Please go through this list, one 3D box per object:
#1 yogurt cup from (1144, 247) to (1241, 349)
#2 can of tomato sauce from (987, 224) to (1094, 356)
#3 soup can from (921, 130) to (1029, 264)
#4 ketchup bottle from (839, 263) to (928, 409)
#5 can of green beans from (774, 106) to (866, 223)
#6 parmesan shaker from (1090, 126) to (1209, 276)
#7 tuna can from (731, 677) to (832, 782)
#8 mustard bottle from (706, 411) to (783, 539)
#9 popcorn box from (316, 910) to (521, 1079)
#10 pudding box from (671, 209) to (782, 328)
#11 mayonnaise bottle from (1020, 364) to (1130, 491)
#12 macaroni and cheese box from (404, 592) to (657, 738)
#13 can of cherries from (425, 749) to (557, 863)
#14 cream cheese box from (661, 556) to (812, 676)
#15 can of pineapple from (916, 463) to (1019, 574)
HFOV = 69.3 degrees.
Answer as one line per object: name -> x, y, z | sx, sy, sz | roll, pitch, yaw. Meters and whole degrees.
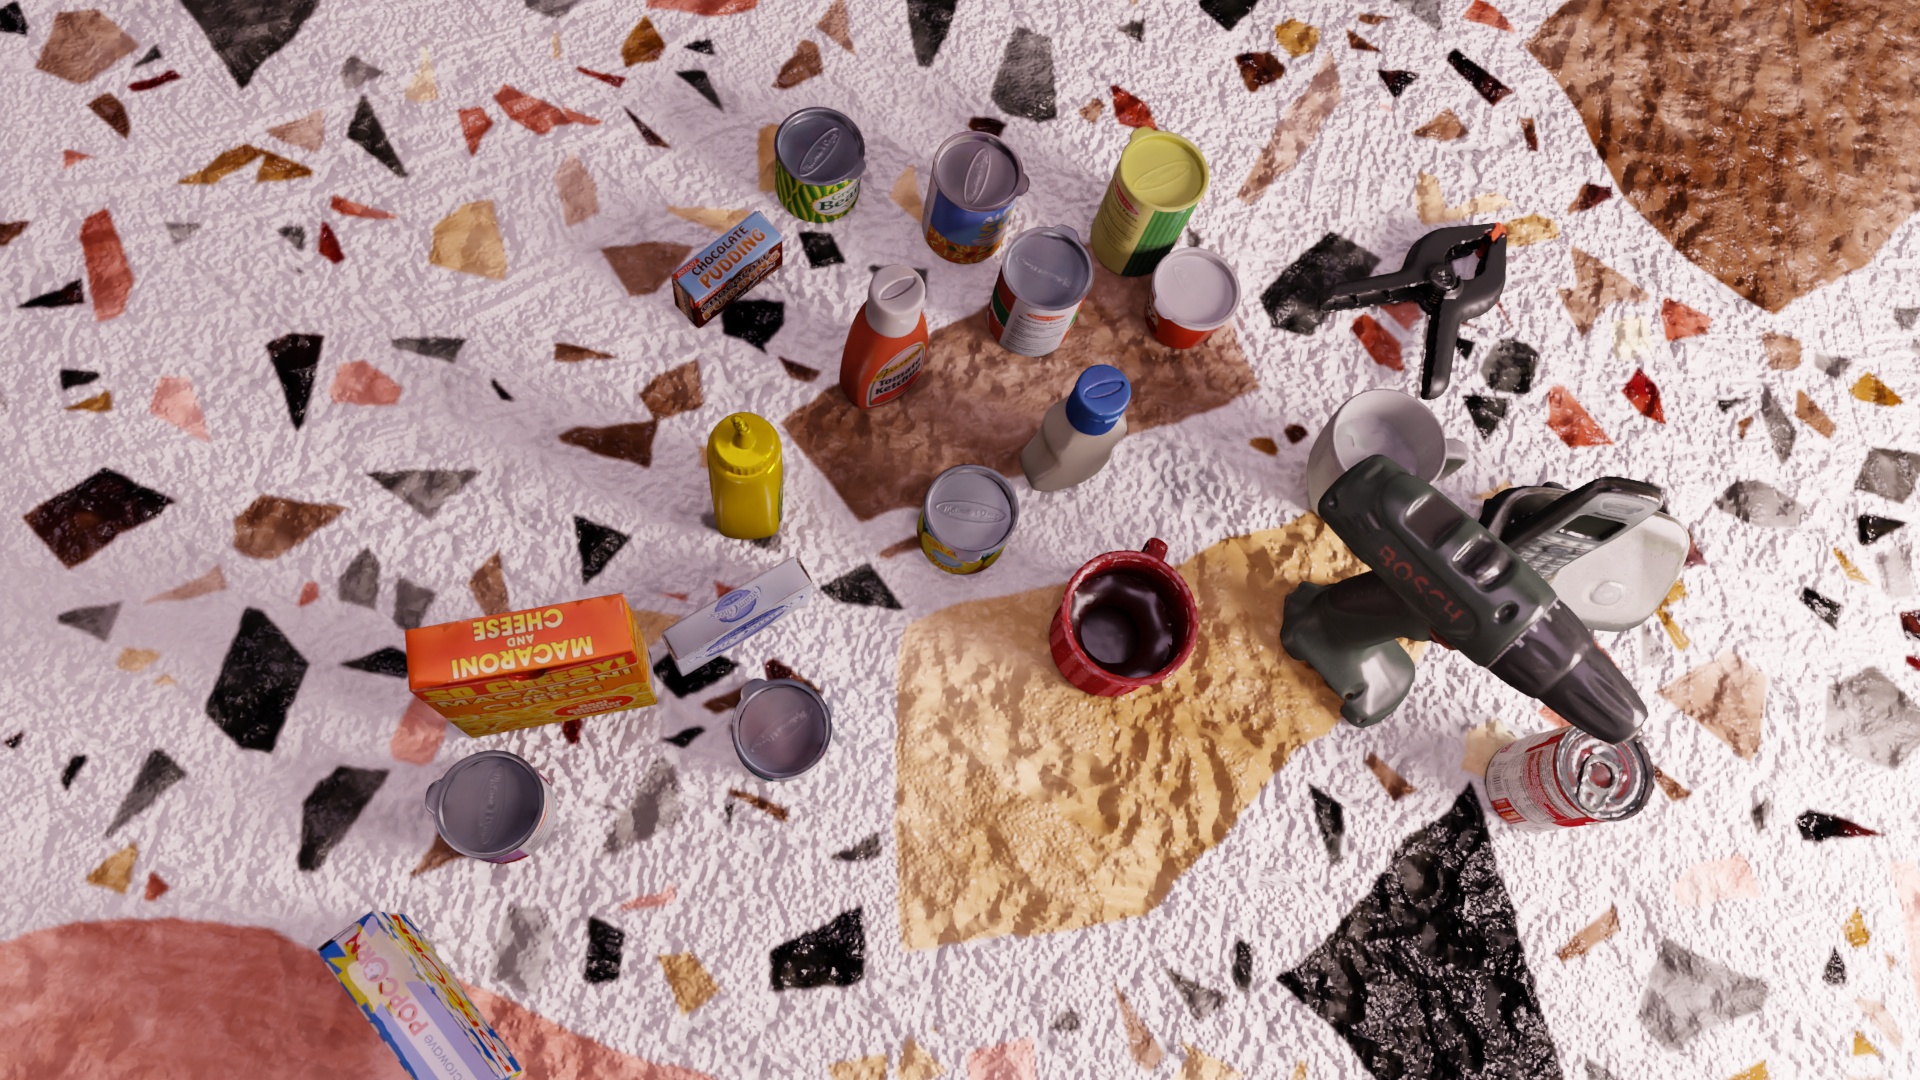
yogurt cup -> 0.172, -0.180, 1.050 | 0.072, 0.053, 0.072 | 2, 73, -7
can of tomato sauce -> 0.057, -0.183, 1.020 | 0.071, 0.083, 0.071 | 2, 73, -7
soup can -> 0.010, -0.253, 1.035 | 0.071, 0.083, 0.071 | 2, 73, -7
ketchup bottle -> -0.050, -0.141, 0.959 | 0.065, 0.148, 0.043 | -34, 80, -15
can of green beans -> -0.106, -0.280, 1.042 | 0.071, 0.057, 0.071 | 2, 73, -7
parmesan shaker -> 0.139, -0.253, 1.042 | 0.071, 0.102, 0.071 | 2, 73, -7
tuna can -> -0.121, 0.126, 0.928 | 0.071, 0.032, 0.071 | 2, 73, -7
mustard bottle -> -0.141, -0.047, 0.912 | 0.049, 0.159, 0.065 | -2, 74, -8
popcorn box -> -0.319, 0.282, 0.826 | 0.038, 0.085, 0.127 | -39, 82, -16
pudding box -> -0.169, -0.198, 1.012 | 0.084, 0.049, 0.030 | -41, 82, -17
mayonnaise bottle -> 0.083, -0.077, 0.957 | 0.065, 0.147, 0.041 | -18, 77, -12
macaroni and cheese box -> -0.256, 0.081, 0.854 | 0.124, 0.166, 0.040 | -10, 75, -10
can of cherries -> -0.295, 0.168, 0.878 | 0.071, 0.058, 0.071 | 2, 73, -7
cream cheese box -> -0.150, 0.051, 0.936 | 0.104, 0.053, 0.024 | -31, 80, -15
can of pineapple -> 0.003, -0.012, 0.974 | 0.071, 0.057, 0.071 | 2, 73, -7
